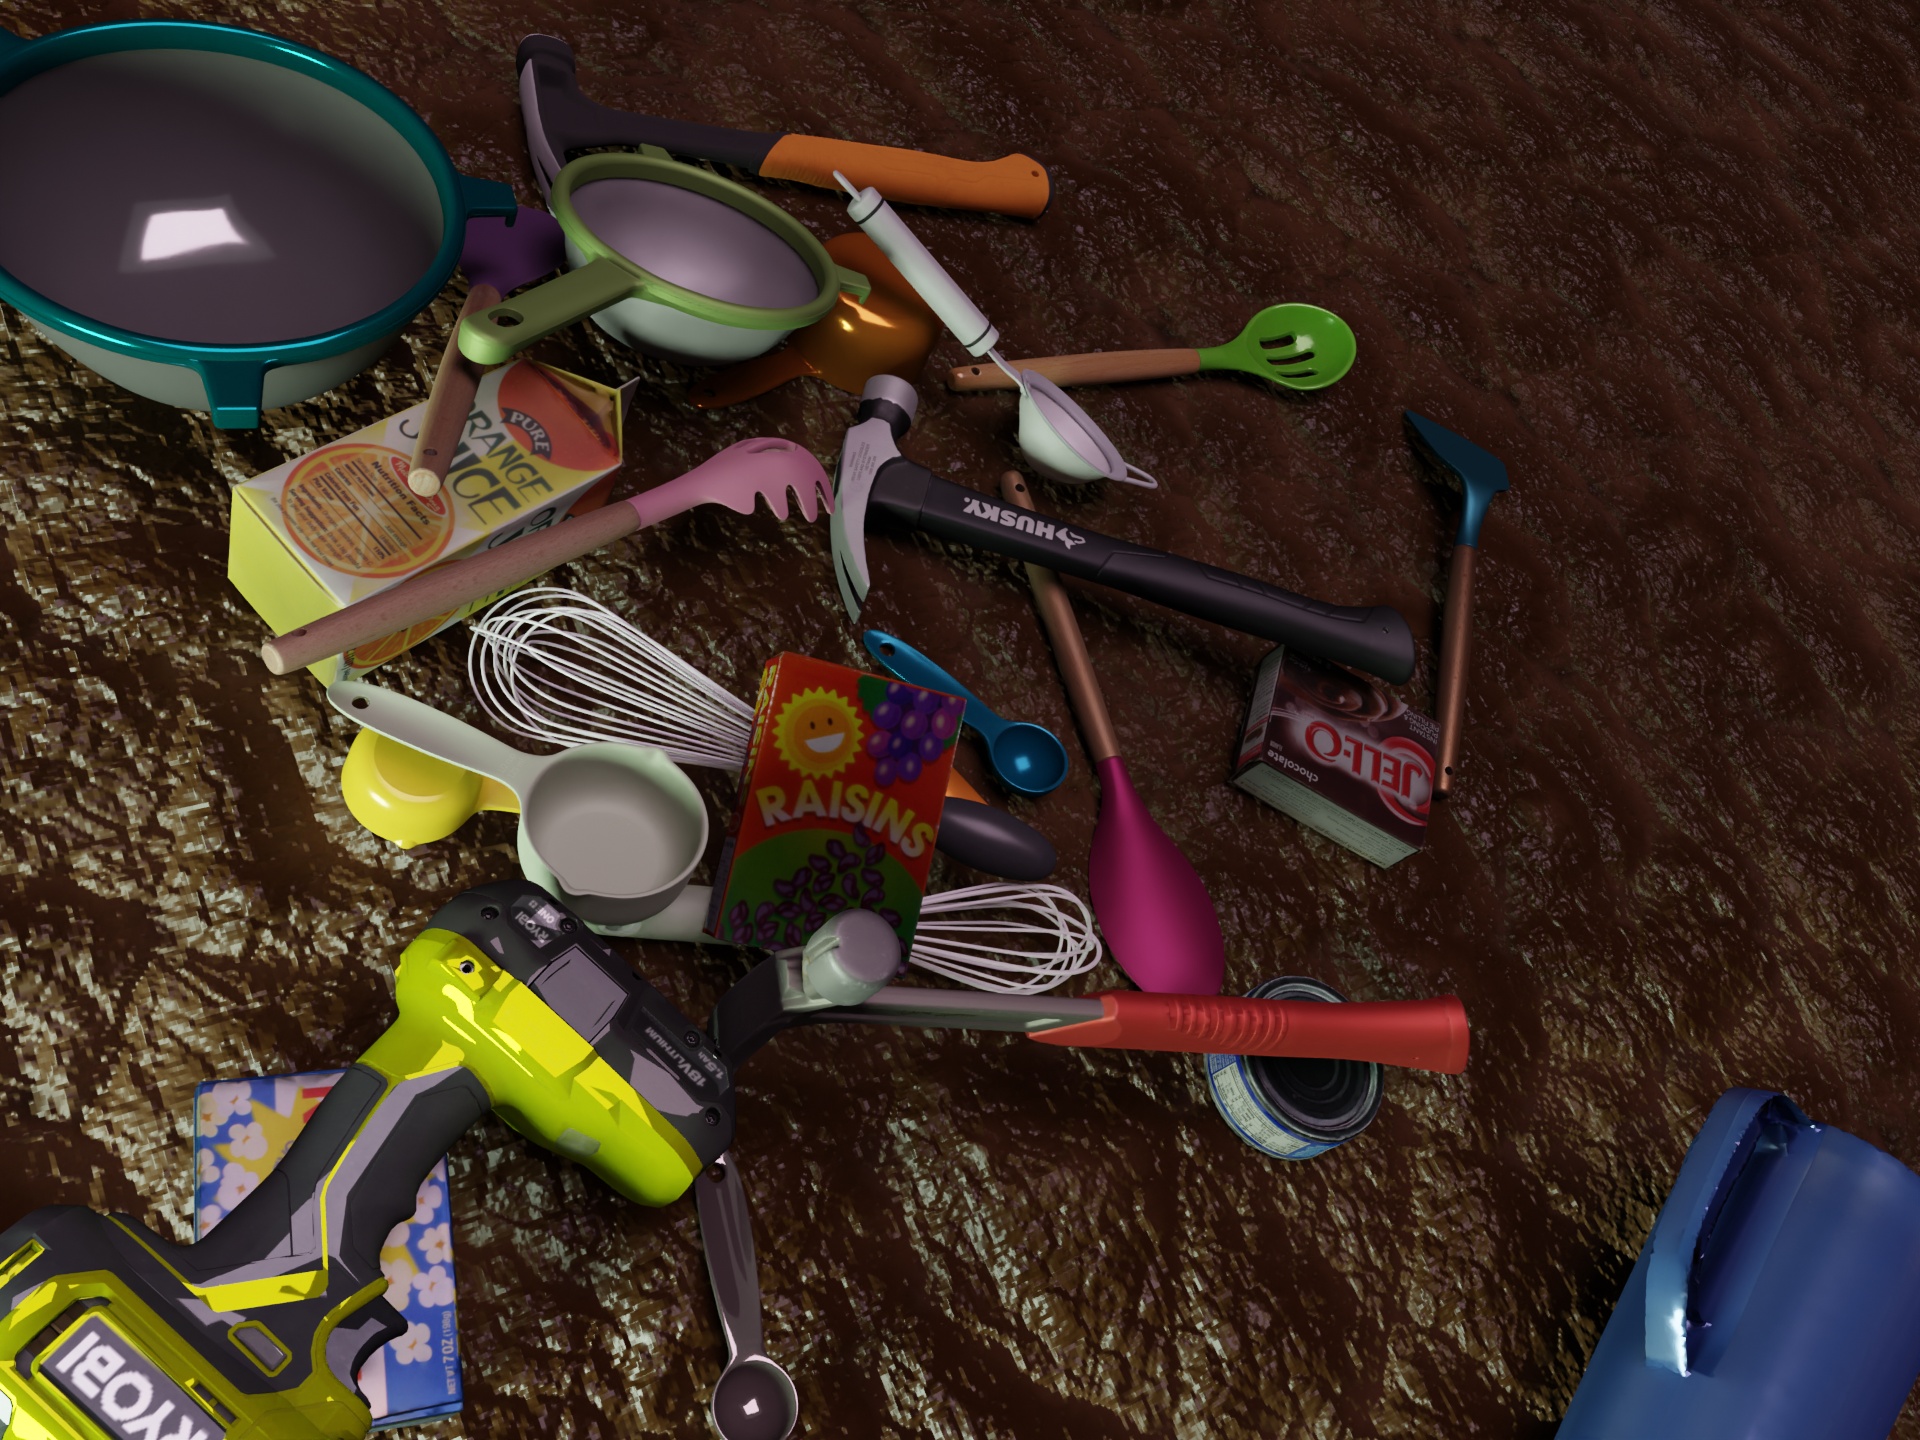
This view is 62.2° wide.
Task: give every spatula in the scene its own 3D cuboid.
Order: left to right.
[{"bbox_3d":[-0.223,-0.186,0.742,0.059,0.018,0.316,8,35,-13],"label":"spatula"},{"bbox_3d":[0.316,-0.082,1.023,0.082,0.044,0.318,24,58,-13],"label":"spatula"}]

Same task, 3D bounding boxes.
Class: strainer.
[{"bbox_3d":[-0.390,-0.244,0.720,0.340,0.095,0.211,31,52,2],"label":"strainer"},{"bbox_3d":[-0.163,-0.200,0.780,0.151,0.069,0.256,33,37,5],"label":"strainer"},{"bbox_3d":[0.015,-0.207,0.891,0.258,0.050,0.087,44,22,-26],"label":"strainer"}]

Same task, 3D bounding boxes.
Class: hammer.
[{"bbox_3d":[-0.091,-0.333,0.958,0.336,0.034,0.127,-2,62,-28],"label":"hammer"},{"bbox_3d":[0.090,-0.079,0.865,0.334,0.035,0.146,17,58,-7],"label":"hammer"},{"bbox_3d":[0.075,0.135,0.698,0.359,0.149,0.037,8,59,-27],"label":"hammer"}]

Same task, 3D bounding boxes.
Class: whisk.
[{"bbox_3d":[-0.086,0.014,0.722,0.284,0.070,0.070,23,54,-8],"label":"whisk"},{"bbox_3d":[-0.049,0.093,0.721,0.246,0.057,0.059,7,24,-20],"label":"whisk"}]

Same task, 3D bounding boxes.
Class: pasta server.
[{"bbox_3d":[-0.169,-0.077,0.718,0.060,0.040,0.316,20,34,30],"label":"pasta server"}]

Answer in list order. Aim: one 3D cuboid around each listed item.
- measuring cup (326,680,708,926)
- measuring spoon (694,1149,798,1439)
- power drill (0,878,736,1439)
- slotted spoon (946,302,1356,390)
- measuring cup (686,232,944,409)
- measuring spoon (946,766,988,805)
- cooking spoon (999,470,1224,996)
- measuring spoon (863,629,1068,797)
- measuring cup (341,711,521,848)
[{"bbox_3d":[-0.187,0.031,0.663,0.167,0.038,0.083,25,48,-1],"label":"measuring cup"},{"bbox_3d":[-0.091,0.228,0.635,0.034,0.018,0.124,1,54,-26],"label":"measuring spoon"},{"bbox_3d":[-0.181,0.182,0.526,0.190,0.080,0.228,42,53,1],"label":"power drill"},{"bbox_3d":[0.127,-0.228,1.011,0.313,0.031,0.070,-12,67,-30],"label":"slotted spoon"},{"bbox_3d":[-0.079,-0.217,0.881,0.173,0.052,0.095,-34,80,-39],"label":"measuring cup"},{"bbox_3d":[-0.007,0.027,0.796,0.117,0.011,0.021,43,52,2],"label":"measuring spoon"},{"bbox_3d":[0.071,-0.001,0.849,0.068,0.017,0.319,-6,64,-25],"label":"cooking spoon"},{"bbox_3d":[-0.001,-0.003,0.820,0.129,0.021,0.042,38,52,10],"label":"measuring spoon"},{"bbox_3d":[-0.186,0.027,0.694,0.156,0.029,0.062,7,59,-21],"label":"measuring cup"}]
